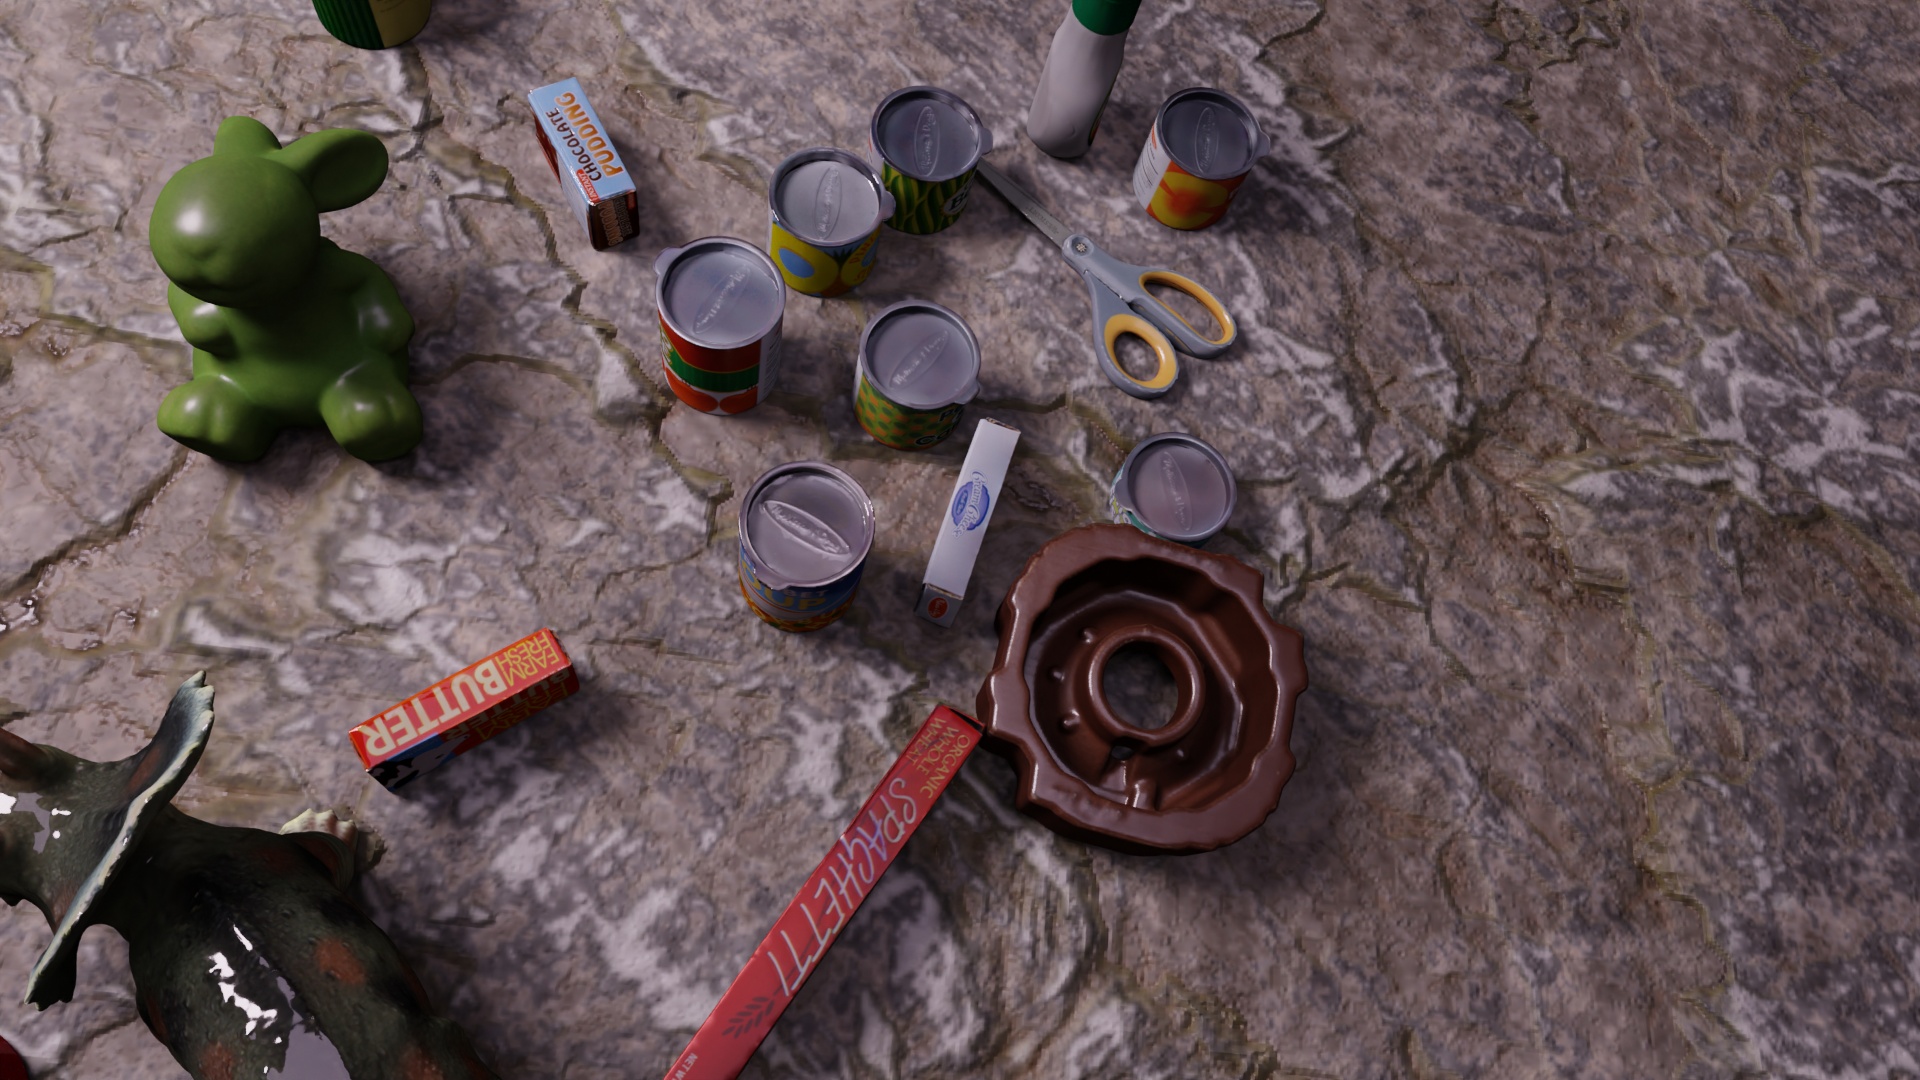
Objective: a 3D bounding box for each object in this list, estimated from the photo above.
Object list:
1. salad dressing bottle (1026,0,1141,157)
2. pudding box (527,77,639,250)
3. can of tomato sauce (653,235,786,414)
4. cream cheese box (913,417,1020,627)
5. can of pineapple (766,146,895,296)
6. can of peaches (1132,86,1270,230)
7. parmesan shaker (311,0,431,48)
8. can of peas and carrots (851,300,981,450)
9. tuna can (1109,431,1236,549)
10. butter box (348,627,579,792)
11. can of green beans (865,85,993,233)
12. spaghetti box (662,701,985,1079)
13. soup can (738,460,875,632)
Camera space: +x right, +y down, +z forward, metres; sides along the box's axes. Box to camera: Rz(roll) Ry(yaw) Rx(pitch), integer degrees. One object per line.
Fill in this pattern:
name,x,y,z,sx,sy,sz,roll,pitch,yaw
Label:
salad dressing bottle,0.075,-0.286,0.815,0.044,0.147,0.064,14,68,-4
pudding box,-0.214,-0.215,0.791,0.030,0.049,0.084,-26,76,-17
can of tomato sauce,-0.131,-0.114,0.750,0.071,0.082,0.071,3,69,-8
cream cheese box,0.003,-0.009,0.749,0.024,0.053,0.104,20,68,-2
can of pineapple,-0.076,-0.181,0.798,0.071,0.057,0.071,3,69,-9
can of peaches,0.147,-0.233,0.856,0.071,0.058,0.071,3,69,-9
parmesan shaker,-0.346,-0.336,0.786,0.071,0.102,0.071,3,69,-8
can of peas and carrots,-0.024,-0.089,0.772,0.071,0.058,0.071,3,69,-9
tuna can,0.117,-0.025,0.785,0.071,0.032,0.071,3,69,-9
butter box,-0.238,0.082,0.673,0.104,0.053,0.024,-29,77,-18
can of green beans,-0.023,-0.224,0.824,0.071,0.057,0.071,3,69,-9
spaghetti box,-0.071,0.184,0.664,0.029,0.050,0.251,36,68,4
soup can,-0.082,0.007,0.711,0.071,0.083,0.071,3,69,-8
